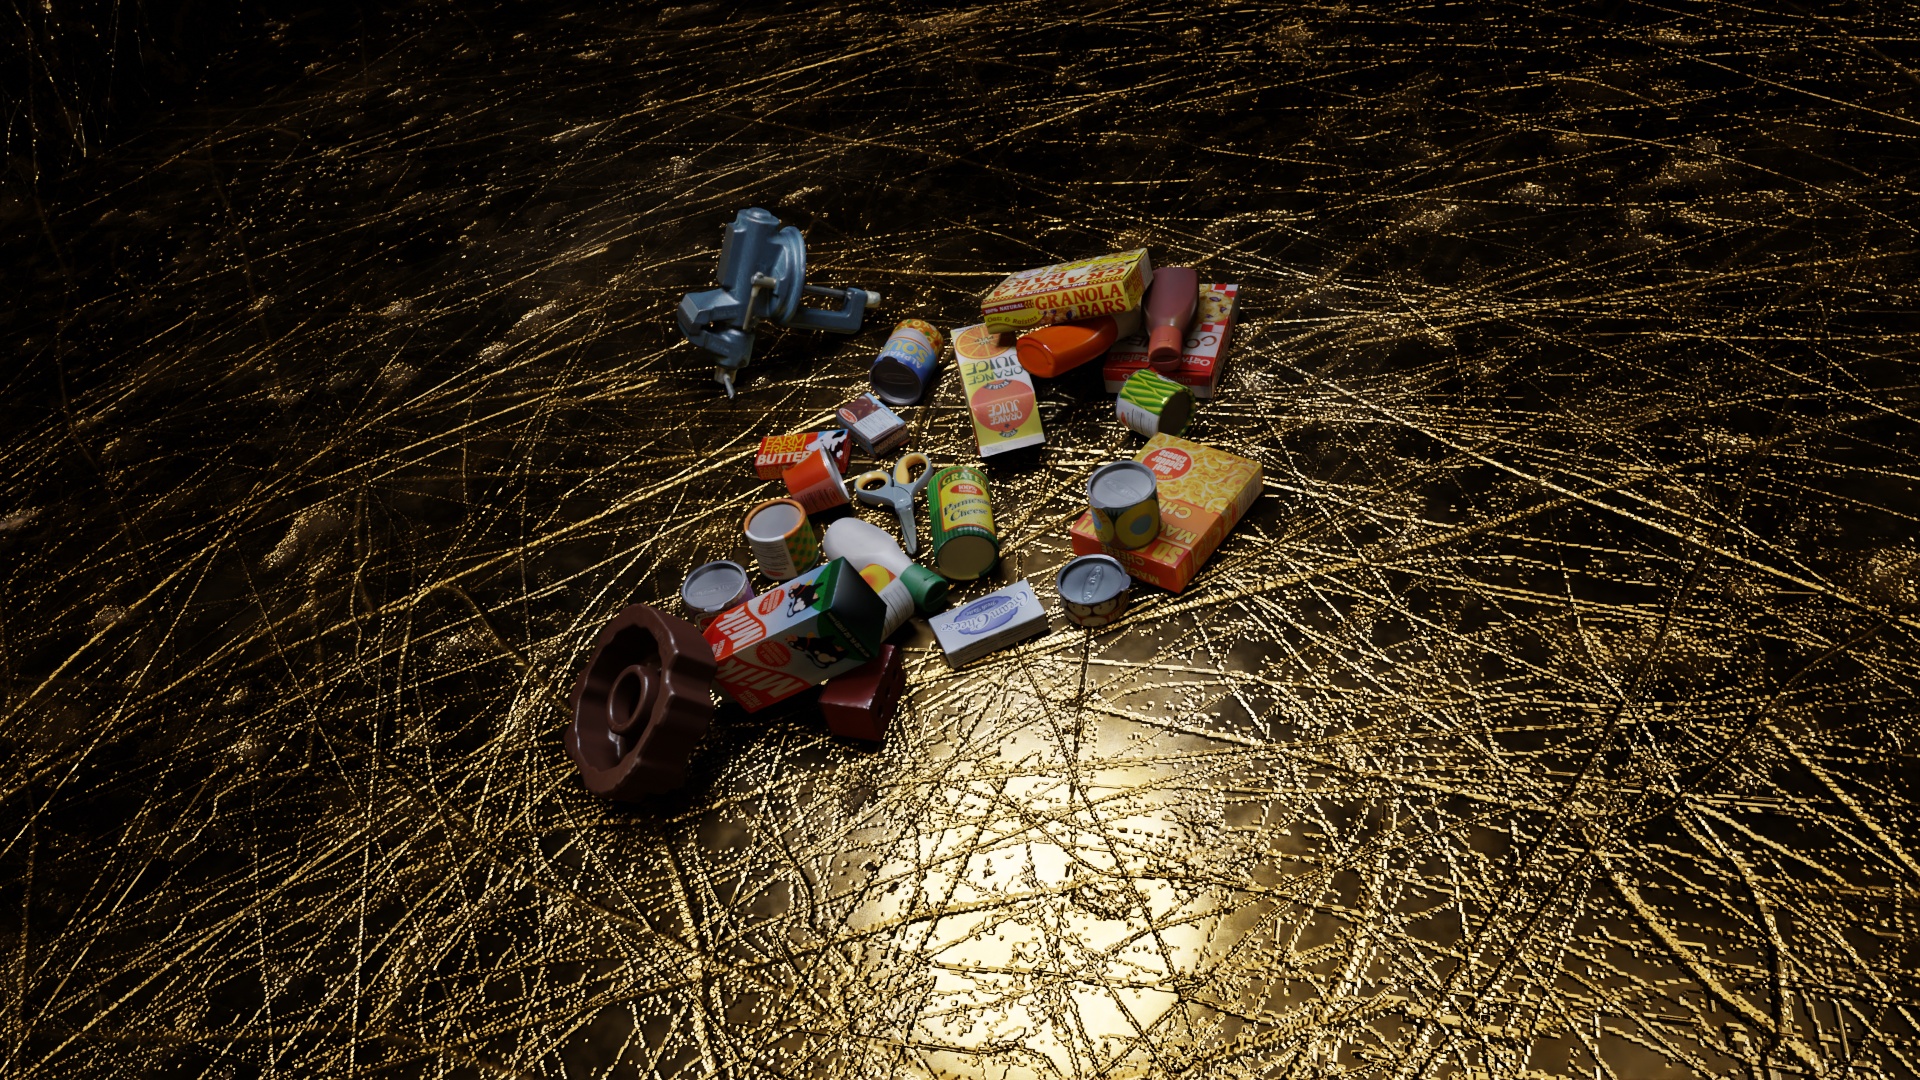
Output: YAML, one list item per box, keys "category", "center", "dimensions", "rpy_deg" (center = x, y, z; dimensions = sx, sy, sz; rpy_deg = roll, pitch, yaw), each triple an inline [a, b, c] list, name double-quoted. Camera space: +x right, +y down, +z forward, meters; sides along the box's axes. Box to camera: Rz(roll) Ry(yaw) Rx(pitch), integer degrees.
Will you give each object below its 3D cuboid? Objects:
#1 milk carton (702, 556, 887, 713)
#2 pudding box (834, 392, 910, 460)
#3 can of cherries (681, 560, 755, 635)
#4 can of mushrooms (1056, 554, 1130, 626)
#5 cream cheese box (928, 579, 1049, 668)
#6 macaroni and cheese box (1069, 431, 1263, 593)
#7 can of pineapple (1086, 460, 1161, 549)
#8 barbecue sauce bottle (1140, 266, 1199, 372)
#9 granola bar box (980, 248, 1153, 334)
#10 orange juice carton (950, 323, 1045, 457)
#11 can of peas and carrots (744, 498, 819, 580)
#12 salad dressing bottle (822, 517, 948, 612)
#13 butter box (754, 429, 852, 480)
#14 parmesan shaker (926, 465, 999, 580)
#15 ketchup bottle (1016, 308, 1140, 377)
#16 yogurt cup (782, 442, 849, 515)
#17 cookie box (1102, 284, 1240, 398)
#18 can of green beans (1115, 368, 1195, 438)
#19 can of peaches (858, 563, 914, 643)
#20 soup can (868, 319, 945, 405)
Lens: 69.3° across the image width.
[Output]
- category: "milk carton"
  center: [-0.167, 0.095, 1.278]
  dimensions: [0.190, 0.072, 0.074]
  rpy_deg: [-26, 32, 24]
- category: "pudding box"
  center: [-0.100, -0.131, 1.581]
  dimensions: [0.050, 0.030, 0.084]
  rpy_deg: [-33, 45, -17]
- category: "can of cherries"
  center: [-0.239, 0.065, 1.390]
  dimensions: [0.071, 0.058, 0.072]
  rpy_deg: [-7, 43, 7]
- category: "can of mushrooms"
  center: [0.129, 0.048, 1.323]
  dimensions: [0.071, 0.033, 0.071]
  rpy_deg: [-8, 42, 7]
- category: "cream cheese box"
  center: [0.027, 0.079, 1.325]
  dimensions: [0.104, 0.024, 0.053]
  rpy_deg: [-22, 44, -8]
- category: "macaroni and cheese box"
  center: [0.206, -0.030, 1.380]
  dimensions: [0.124, 0.040, 0.167]
  rpy_deg: [21, 52, 33]
- category: "can of pineapple"
  center: [0.155, -0.033, 1.322]
  dimensions: [0.071, 0.057, 0.071]
  rpy_deg: [-8, 42, 8]
- category: "barbecue sauce bottle"
  center: [0.231, -0.246, 1.541]
  dimensions: [0.065, 0.043, 0.149]
  rpy_deg: [-2, 43, 15]
- category: "granola bar box"
  center: [0.120, -0.277, 1.542]
  dimensions: [0.165, 0.039, 0.125]
  rpy_deg: [-6, 24, 24]
- category: "orange juice carton"
  center: [0.042, -0.160, 1.540]
  dimensions: [0.072, 0.072, 0.193]
  rpy_deg: [-12, 43, -1]
- category: "can of peas and carrots"
  center: [-0.186, -0.003, 1.448]
  dimensions: [0.071, 0.058, 0.071]
  rpy_deg: [-8, 43, 7]
- category: "salad dressing bottle"
  center: [-0.075, 0.025, 1.398]
  dimensions: [0.064, 0.043, 0.148]
  rpy_deg: [-30, 44, -34]
- category: "butter box"
  center: [-0.177, -0.097, 1.571]
  dimensions: [0.103, 0.024, 0.053]
  rpy_deg: [-4, 43, 11]
- category: "parmesan shaker"
  center: [0.005, -0.018, 1.405]
  dimensions: [0.071, 0.071, 0.103]
  rpy_deg: [-12, 43, 3]
- category: "ketchup bottle"
  center: [0.134, -0.223, 1.523]
  dimensions: [0.149, 0.043, 0.065]
  rpy_deg: [-26, 40, -32]
- category: "yogurt cup"
  center: [-0.157, -0.062, 1.500]
  dimensions: [0.054, 0.072, 0.073]
  rpy_deg: [-25, 42, 1]
- category: "cookie box"
  center: [0.242, -0.231, 1.584]
  dimensions: [0.123, 0.040, 0.168]
  rpy_deg: [5, 46, 21]
- category: "can of green beans"
  center: [0.208, -0.142, 1.480]
  dimensions: [0.071, 0.071, 0.058]
  rpy_deg: [-38, 48, -24]
- category: "can of peaches"
  center: [-0.088, 0.064, 1.343]
  dimensions: [0.071, 0.071, 0.058]
  rpy_deg: [25, 55, 36]
- category: "soup can"
  center: [-0.062, -0.212, 1.626]
  dimensions: [0.071, 0.071, 0.084]
  rpy_deg: [6, 46, 21]
